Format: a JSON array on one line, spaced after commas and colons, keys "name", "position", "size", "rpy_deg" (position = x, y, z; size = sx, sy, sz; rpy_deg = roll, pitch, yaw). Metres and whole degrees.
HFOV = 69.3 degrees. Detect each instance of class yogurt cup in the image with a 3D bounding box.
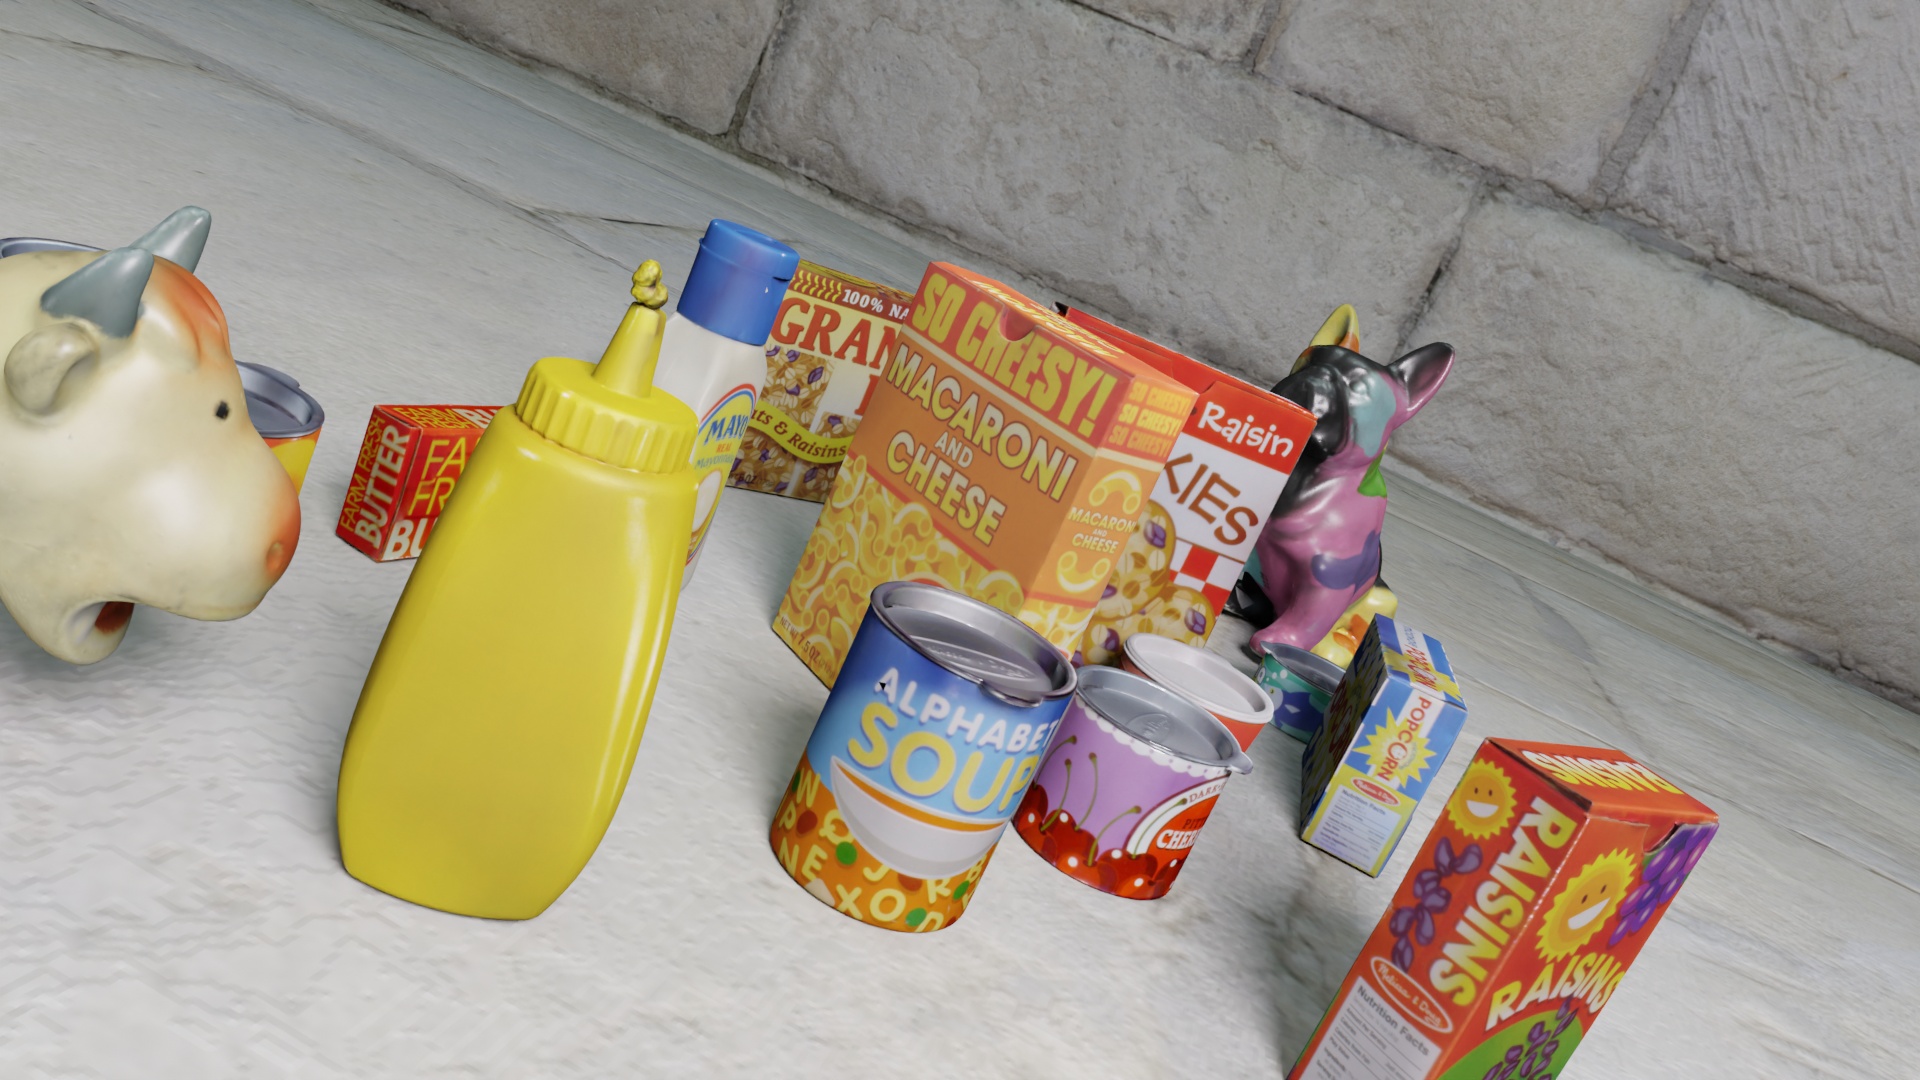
[{"name": "yogurt cup", "position": [0.090, 0.078, 0.586], "size": [0.072, 0.053, 0.072], "rpy_deg": [23, 14, -6]}]

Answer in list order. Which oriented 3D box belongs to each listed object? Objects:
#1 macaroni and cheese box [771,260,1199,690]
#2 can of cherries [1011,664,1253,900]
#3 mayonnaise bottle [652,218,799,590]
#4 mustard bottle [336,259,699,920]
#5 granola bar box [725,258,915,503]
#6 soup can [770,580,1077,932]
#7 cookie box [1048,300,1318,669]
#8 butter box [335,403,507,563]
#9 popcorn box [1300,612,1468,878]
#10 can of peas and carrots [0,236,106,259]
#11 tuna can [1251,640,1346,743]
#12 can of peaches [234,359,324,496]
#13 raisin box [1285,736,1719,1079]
[{"name": "macaroni and cheese box", "position": [0.002, -0.007, 0.522], "size": [0.040, 0.166, 0.124], "rpy_deg": [11, 19, -43]}, {"name": "can of cherries", "position": [0.061, 0.087, 0.499], "size": [0.071, 0.058, 0.072], "rpy_deg": [23, 14, -6]}, {"name": "mayonnaise bottle", "position": [-0.106, -0.049, 0.539], "size": [0.041, 0.147, 0.065], "rpy_deg": [28, 14, 13]}, {"name": "mustard bottle", "position": [-0.094, 0.010, 0.324], "size": [0.065, 0.159, 0.049], "rpy_deg": [20, 14, -15]}, {"name": "granola bar box", "position": [-0.063, -0.083, 0.772], "size": [0.166, 0.124, 0.039], "rpy_deg": [10, 20, -44]}, {"name": "soup can", "position": [-0.011, 0.065, 0.414], "size": [0.071, 0.083, 0.071], "rpy_deg": [23, 14, -6]}, {"name": "cookie box", "position": [0.065, -0.006, 0.618], "size": [0.123, 0.167, 0.040], "rpy_deg": [21, 14, -13]}, {"name": "butter box", "position": [-0.179, -0.023, 0.521], "size": [0.024, 0.053, 0.104], "rpy_deg": [30, 15, 20]}, {"name": "popcorn box", "position": [0.194, 0.090, 0.645], "size": [0.038, 0.085, 0.127], "rpy_deg": [26, 14, 8]}, {"name": "can of peas and carrots", "position": [-0.293, -0.063, 0.469], "size": [0.071, 0.058, 0.071], "rpy_deg": [23, 14, -6]}, {"name": "tuna can", "position": [0.190, 0.085, 0.762], "size": [0.071, 0.032, 0.071], "rpy_deg": [23, 14, -6]}, {"name": "can of peaches", "position": [-0.233, -0.021, 0.419], "size": [0.071, 0.058, 0.071], "rpy_deg": [23, 14, -6]}, {"name": "raisin box", "position": [0.161, 0.121, 0.410], "size": [0.086, 0.123, 0.040], "rpy_deg": [12, 18, -40]}]
